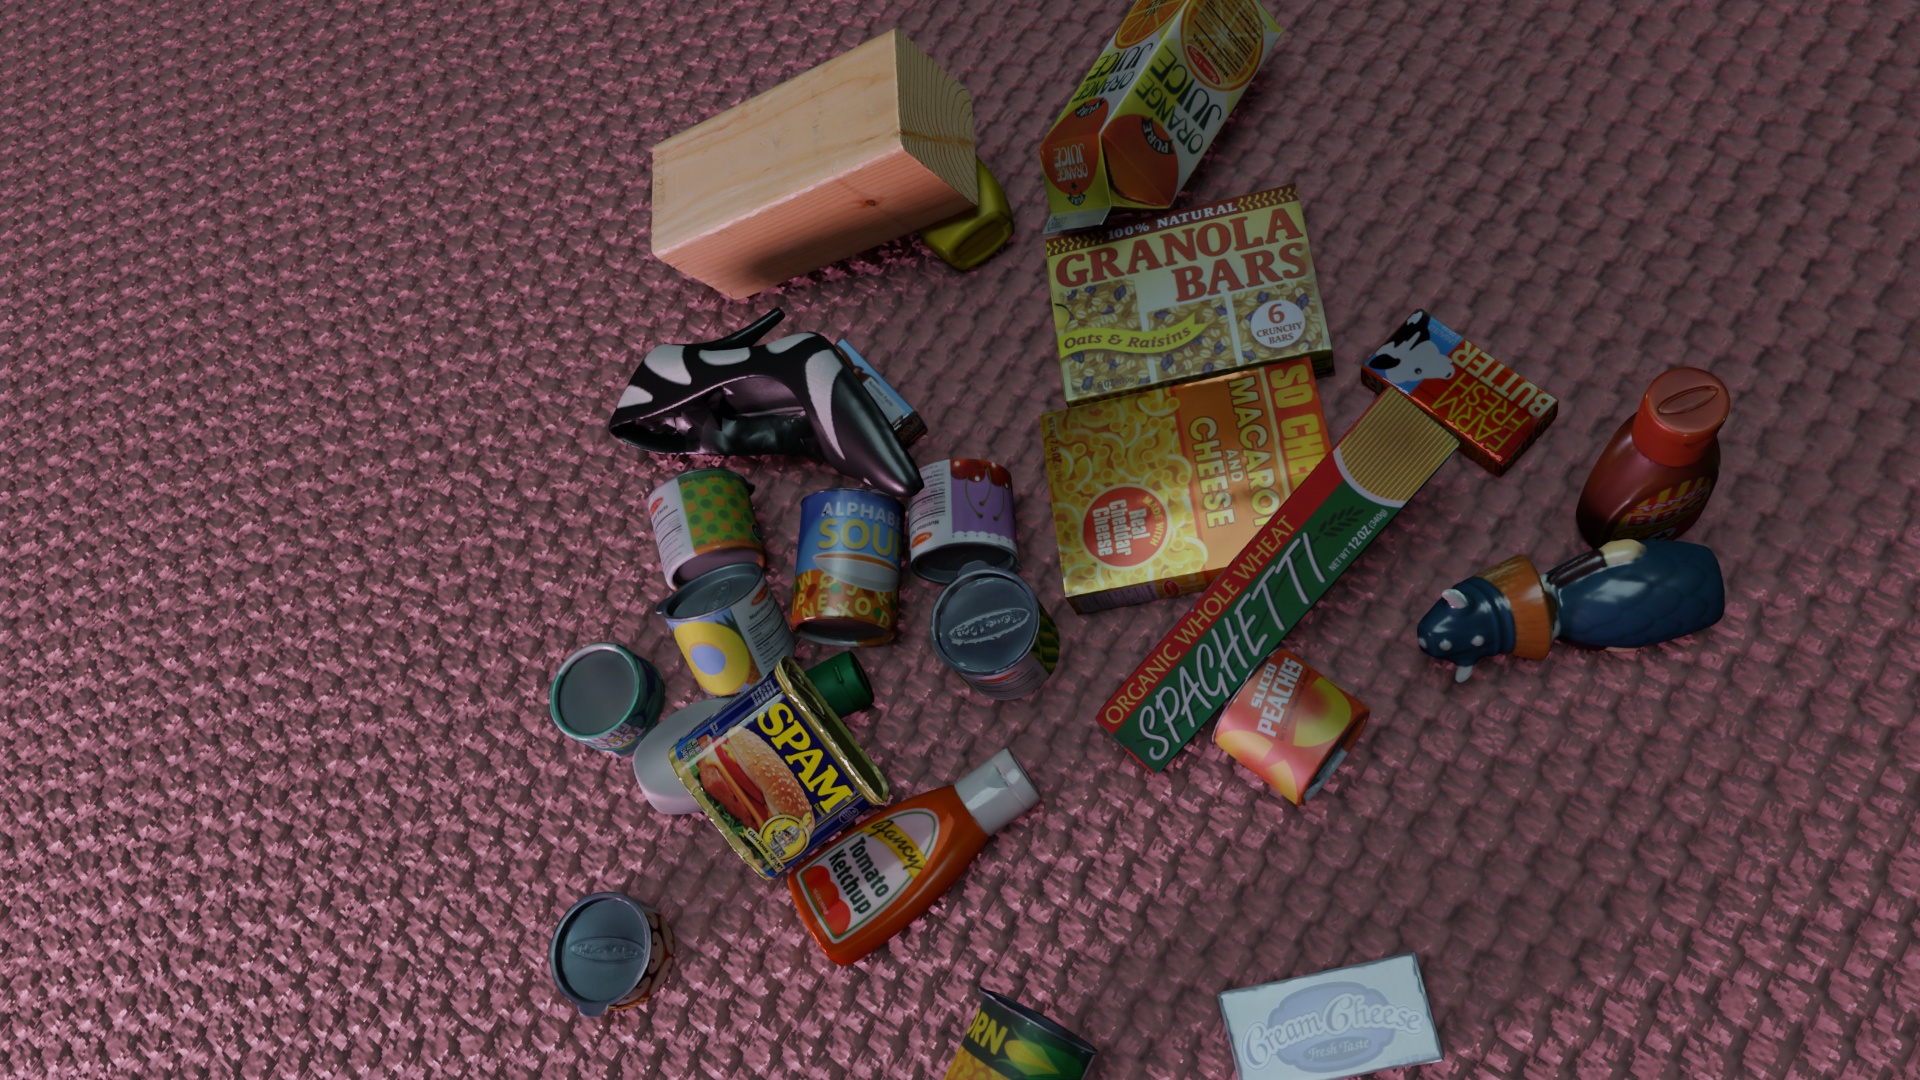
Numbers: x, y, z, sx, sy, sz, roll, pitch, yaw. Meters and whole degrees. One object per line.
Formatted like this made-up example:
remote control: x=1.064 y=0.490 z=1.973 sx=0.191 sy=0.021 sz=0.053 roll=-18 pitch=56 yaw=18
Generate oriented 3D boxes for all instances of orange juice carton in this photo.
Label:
orange juice carton: x=0.121 y=-0.279 z=0.907 sx=0.193 sy=0.073 sz=0.072 roll=-57 pitch=28 yaw=-10

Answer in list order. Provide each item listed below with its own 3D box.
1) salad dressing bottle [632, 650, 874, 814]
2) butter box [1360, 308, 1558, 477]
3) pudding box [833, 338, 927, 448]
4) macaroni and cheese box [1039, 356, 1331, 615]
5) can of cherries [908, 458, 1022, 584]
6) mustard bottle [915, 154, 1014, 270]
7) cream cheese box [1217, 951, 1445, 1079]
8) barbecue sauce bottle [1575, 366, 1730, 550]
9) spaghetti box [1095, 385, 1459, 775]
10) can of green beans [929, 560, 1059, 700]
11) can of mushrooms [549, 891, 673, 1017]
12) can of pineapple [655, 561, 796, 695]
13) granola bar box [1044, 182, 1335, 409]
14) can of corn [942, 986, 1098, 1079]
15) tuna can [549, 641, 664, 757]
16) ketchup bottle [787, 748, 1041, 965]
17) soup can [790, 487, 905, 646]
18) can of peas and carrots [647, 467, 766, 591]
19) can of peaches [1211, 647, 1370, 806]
salad dressing bottle: x=-0.125 y=0.116 z=0.851 sx=0.147 sy=0.044 sz=0.064 roll=-27 pitch=63 yaw=3
butter box: x=0.293 y=-0.088 z=0.820 sx=0.053 sy=0.024 sz=0.104 roll=-45 pitch=64 yaw=-5
pudding box: x=-0.067 y=-0.090 z=0.923 sx=0.049 sy=0.030 sz=0.084 roll=-43 pitch=64 yaw=-2
macaroni and cheese box: x=0.139 y=-0.032 z=0.834 sx=0.166 sy=0.040 sz=0.124 roll=-11 pitch=67 yaw=12
can of cherries: x=0.003 y=-0.011 z=0.853 sx=0.071 sy=0.071 sz=0.058 roll=-10 pitch=66 yaw=13
mustard bottle: x=-0.021 y=-0.261 z=0.969 sx=0.065 sy=0.048 sz=0.161 roll=-34 pitch=63 yaw=10
cream cheese box: x=0.190 y=0.249 z=0.713 sx=0.104 sy=0.024 sz=0.053 roll=-15 pitch=65 yaw=10
barbecue sauce bottle: x=0.358 y=-0.039 z=0.712 sx=0.065 sy=0.148 sz=0.044 roll=-21 pitch=64 yaw=8
spaghetti box: x=0.172 y=0.025 z=0.771 sx=0.050 sy=0.029 sz=0.249 roll=42 pitch=99 yaw=9
can of green beans: x=0.021 y=0.056 z=0.823 sx=0.071 sy=0.057 sz=0.071 roll=-6 pitch=68 yaw=14
can of mushrooms: x=-0.207 y=0.247 z=0.826 sx=0.071 sy=0.033 sz=0.071 roll=-6 pitch=67 yaw=14
can of pineapple: x=-0.143 y=0.054 z=0.857 sx=0.071 sy=0.057 sz=0.071 roll=-18 pitch=23 yaw=8
granola bar box: x=0.142 y=-0.150 z=0.881 sx=0.165 sy=0.039 sz=0.124 roll=-11 pitch=66 yaw=12
can of corn: x=0.028 y=0.276 z=0.725 sx=0.071 sy=0.071 sz=0.058 roll=23 pitch=78 yaw=23
tuna can: x=-0.226 y=0.102 z=0.890 sx=0.071 sy=0.032 sz=0.071 roll=-6 pitch=67 yaw=14
ketchup bottle: x=-0.023 y=0.176 z=0.795 sx=0.149 sy=0.043 sz=0.065 roll=-35 pitch=57 yaw=0
soup can: x=-0.068 y=0.017 z=0.858 sx=0.071 sy=0.071 sz=0.084 roll=-3 pitch=69 yaw=15
can of peas and carrots: x=-0.161 y=-0.005 z=0.898 sx=0.071 sy=0.070 sz=0.059 roll=-22 pitch=65 yaw=7
can of peaches: x=0.179 y=0.100 z=0.751 sx=0.058 sy=0.071 sz=0.071 roll=37 pitch=83 yaw=24
